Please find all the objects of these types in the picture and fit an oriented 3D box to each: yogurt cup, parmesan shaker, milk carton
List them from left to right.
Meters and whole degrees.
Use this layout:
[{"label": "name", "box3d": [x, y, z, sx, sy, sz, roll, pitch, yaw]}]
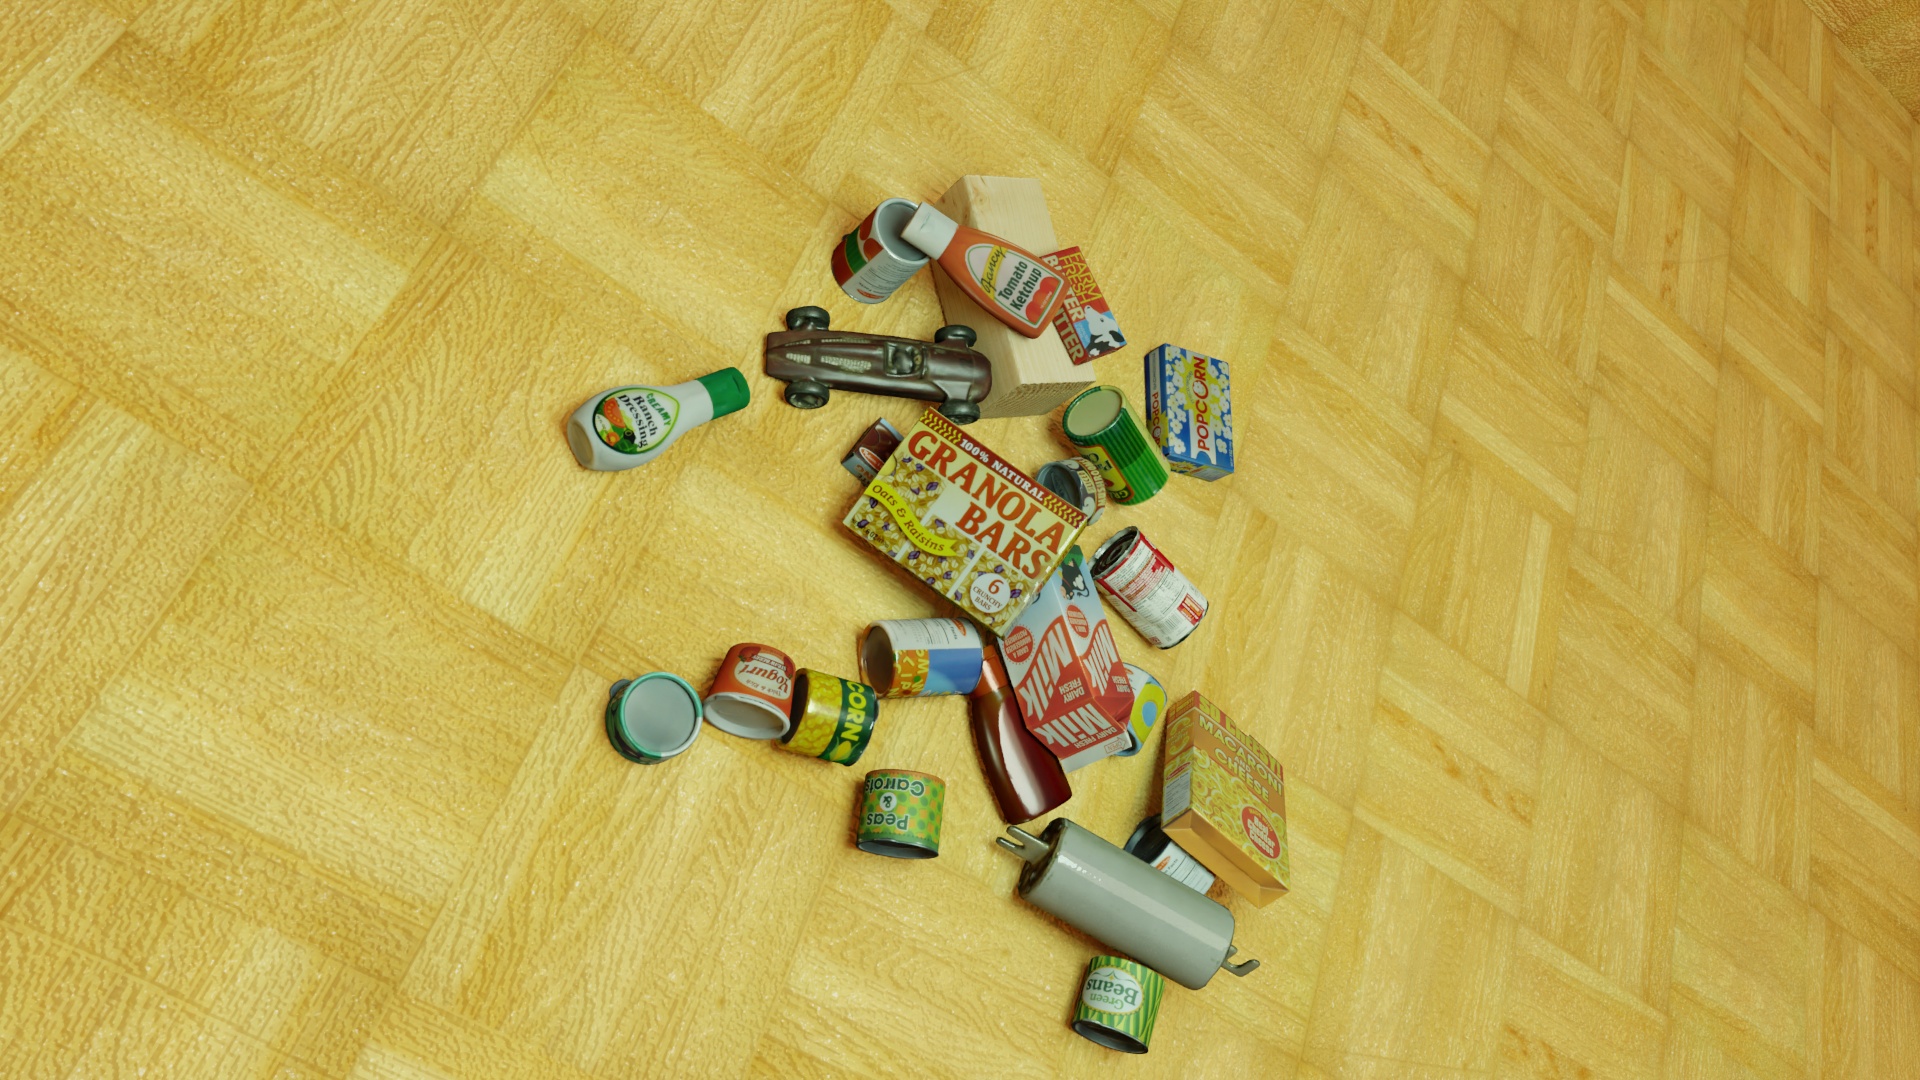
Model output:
[{"label": "yogurt cup", "box3d": [-0.159, 0.115, 1.067, 0.072, 0.072, 0.054, 27, 53, -22]}, {"label": "milk carton", "box3d": [0.087, 0.099, 1.190, 0.073, 0.072, 0.191, 11, 56, -52]}, {"label": "parmesan shaker", "box3d": [0.145, -0.090, 1.307, 0.102, 0.071, 0.071, 49, 51, -40]}]

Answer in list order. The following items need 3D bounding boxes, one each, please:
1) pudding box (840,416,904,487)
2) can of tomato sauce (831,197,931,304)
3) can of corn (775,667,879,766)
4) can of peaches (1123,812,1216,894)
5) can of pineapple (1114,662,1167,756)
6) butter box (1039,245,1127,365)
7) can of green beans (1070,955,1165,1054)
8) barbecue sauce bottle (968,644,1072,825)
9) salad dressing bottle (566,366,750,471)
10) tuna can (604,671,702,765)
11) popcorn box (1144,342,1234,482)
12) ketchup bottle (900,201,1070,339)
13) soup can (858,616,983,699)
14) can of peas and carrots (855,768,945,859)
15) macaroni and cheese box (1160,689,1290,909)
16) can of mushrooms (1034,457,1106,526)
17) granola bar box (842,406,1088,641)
[{"label": "pudding box", "box3d": [-0.057, -0.061, 1.213, 0.083, 0.030, 0.050, 42, 57, -13]}, {"label": "can of tomato sauce", "box3d": [-0.068, -0.261, 1.244, 0.071, 0.083, 0.071, 11, 68, -29]}, {"label": "can of corn", "box3d": [-0.105, 0.137, 1.087, 0.058, 0.071, 0.071, 19, 64, -25]}, {"label": "can of peaches", "box3d": [0.184, 0.281, 1.222, 0.058, 0.071, 0.071, 43, 56, -12]}, {"label": "can of pineapple", "box3d": [0.144, 0.152, 1.242, 0.071, 0.070, 0.058, 44, 57, -12]}, {"label": "butter box", "box3d": [0.106, -0.214, 1.263, 0.053, 0.024, 0.103, -25, 88, -37]}, {"label": "can of green beans", "box3d": [0.131, 0.384, 1.150, 0.071, 0.071, 0.058, 33, 58, -19]}, {"label": "barbecue sauce bottle", "box3d": [0.040, 0.163, 1.186, 0.065, 0.043, 0.148, -19, 83, -41]}, {"label": "salad dressing bottle", "box3d": [-0.237, -0.101, 1.105, 0.148, 0.044, 0.064, -27, 90, -36]}, {"label": "tuna can", "box3d": [-0.229, 0.130, 1.035, 0.071, 0.032, 0.071, 11, 68, -29]}, {"label": "popcorn box", "box3d": [0.233, -0.130, 1.415, 0.085, 0.038, 0.127, 13, 66, -29]}, {"label": "ketchup bottle", "box3d": [0.020, -0.238, 1.206, 0.149, 0.043, 0.065, 31, 88, -11]}, {"label": "soup can", "box3d": [-0.034, 0.100, 1.150, 0.084, 0.071, 0.071, 0, 73, -31]}, {"label": "can of peas and carrots", "box3d": [-0.047, 0.216, 1.096, 0.071, 0.070, 0.059, 19, 64, -26]}, {"label": "macaroni and cheese box", "box3d": [0.239, 0.228, 1.247, 0.123, 0.040, 0.167, 41, 30, -14]}, {"label": "can of mushrooms", "box3d": [0.102, -0.044, 1.282, 0.033, 0.071, 0.071, -12, 80, -36]}, {"label": "granola bar box", "box3d": [0.004, -0.014, 1.156, 0.166, 0.039, 0.124, 35, 82, 9]}]
